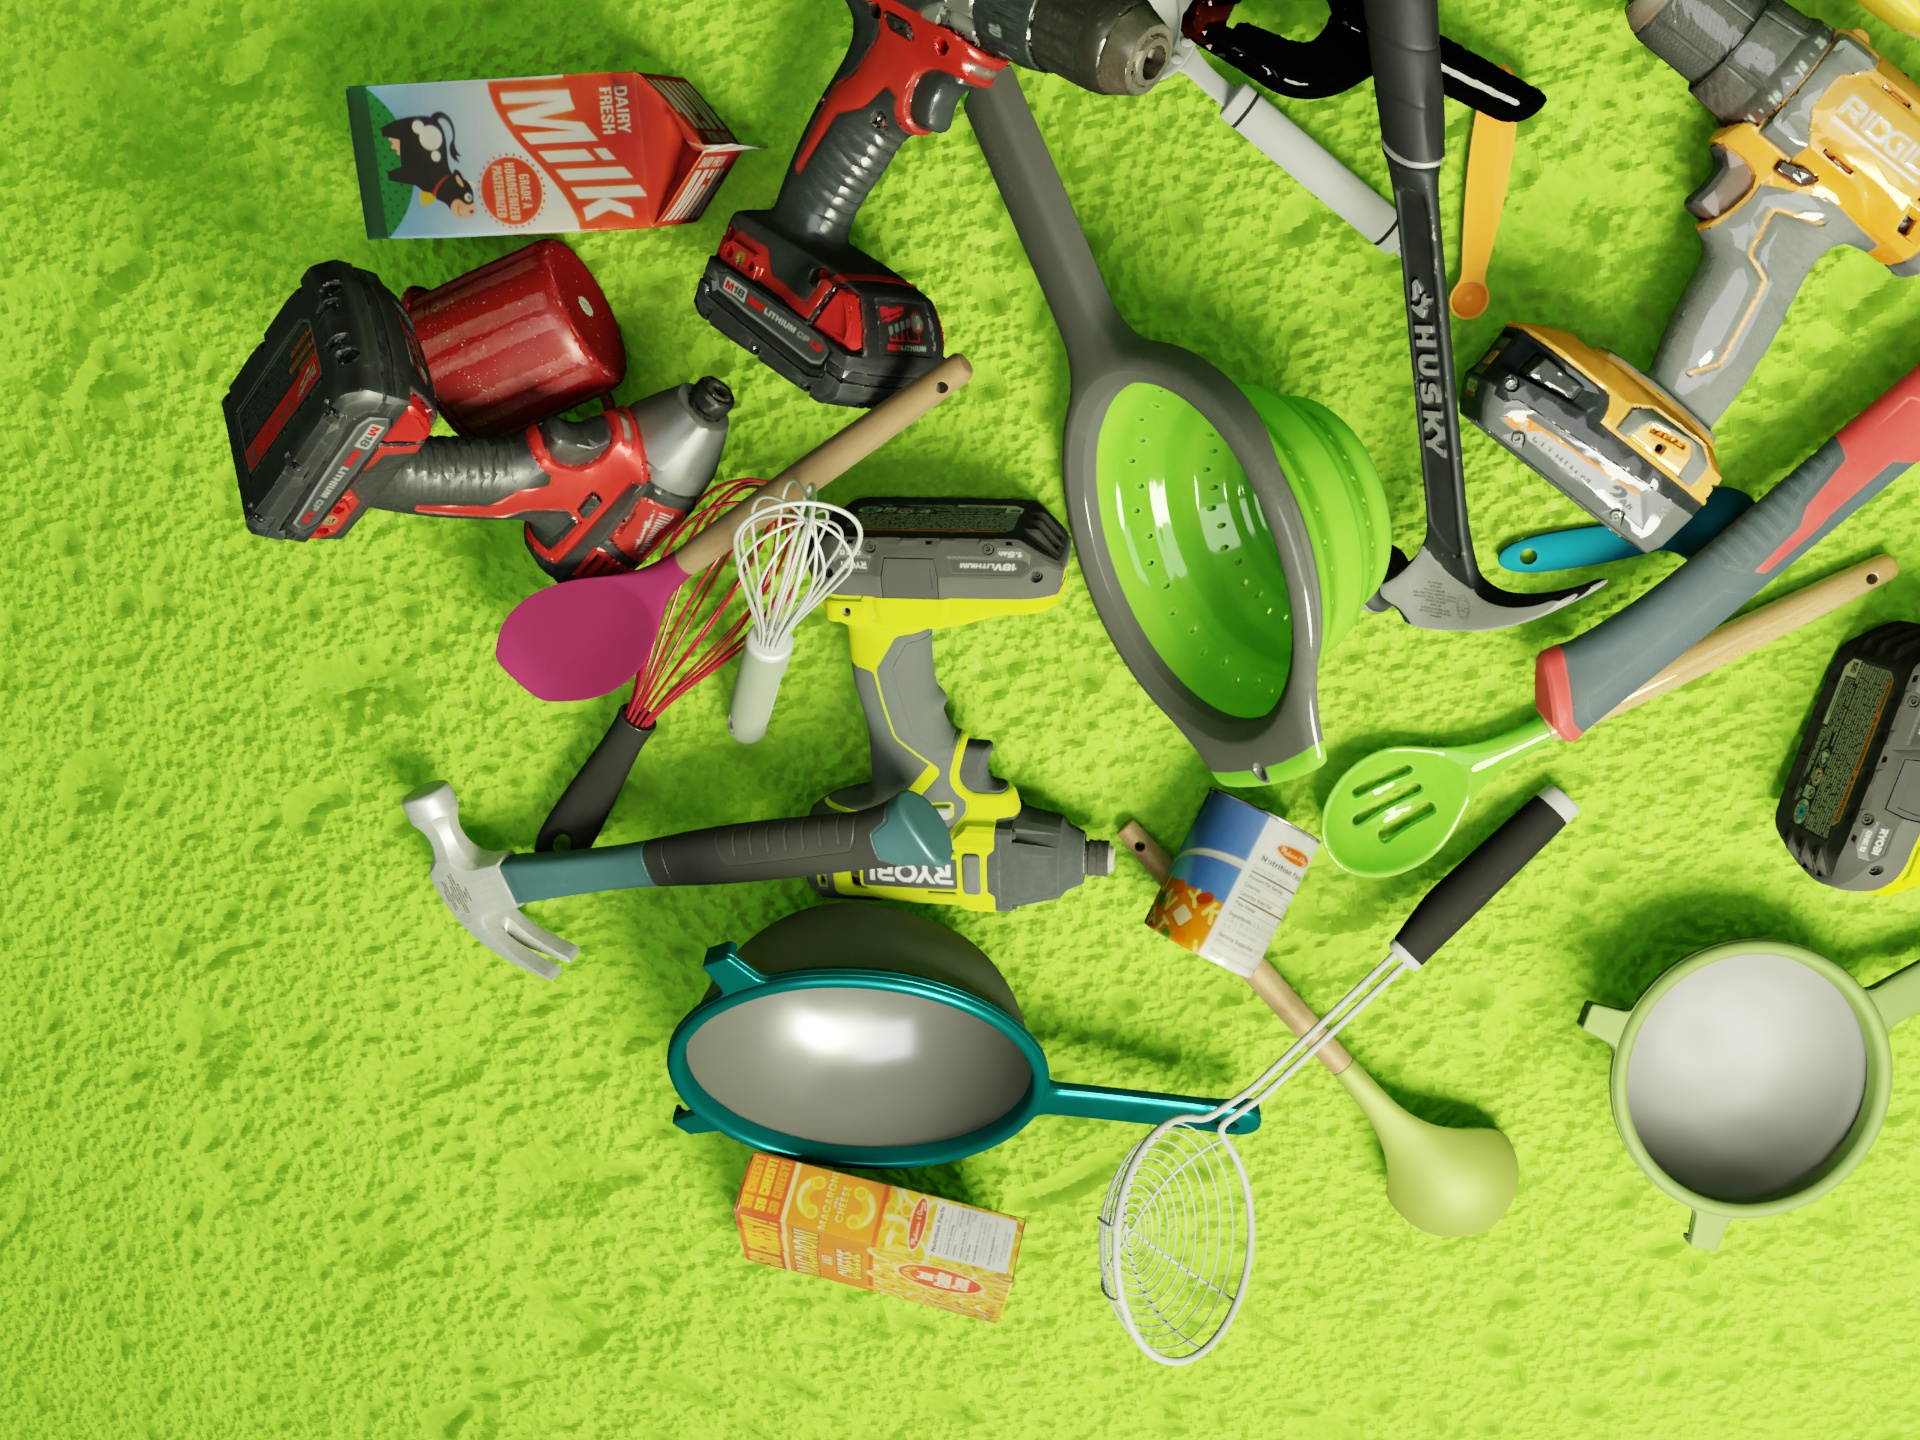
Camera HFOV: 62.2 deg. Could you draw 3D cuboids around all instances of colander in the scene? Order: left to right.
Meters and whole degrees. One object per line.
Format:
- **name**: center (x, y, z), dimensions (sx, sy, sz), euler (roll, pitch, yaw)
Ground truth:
- **colander**: center (0.108, -0.168, 0.773), dimensions (0.094, 0.204, 0.397), euler (-23, 90, -19)

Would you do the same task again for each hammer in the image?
- **hammer**: center (-0.160, 0.077, 0.889), dimensions (0.331, 0.033, 0.128), euler (-8, 113, 25)
- **hammer**: center (0.201, -0.228, 0.690), dimensions (0.036, 0.149, 0.408), euler (-23, 114, -23)
- **hammer**: center (0.442, -0.117, 0.753), dimensions (0.143, 0.038, 0.386), euler (44, 105, -10)

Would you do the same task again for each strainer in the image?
- **strainer**: center (0.007, 0.177, 0.916), dimensions (0.340, 0.095, 0.210), euler (9, 138, -9)
- **strainer**: center (0.124, -0.295, 0.753), dimensions (0.258, 0.050, 0.087), euler (35, 69, -11)
- **strainer**: center (0.461, 0.161, 0.864), dimensions (0.256, 0.069, 0.151), euler (-28, 95, -1)

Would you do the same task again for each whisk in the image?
- **whisk**: center (-0.172, -0.015, 0.895), dimensions (0.073, 0.073, 0.295), euler (34, 117, -4)
- **whisk**: center (-0.095, -0.045, 0.809), dimensions (0.059, 0.058, 0.246), euler (1, 156, -14)

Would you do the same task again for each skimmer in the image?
- **skimmer**: center (0.210, 0.184, 0.847), dimensions (0.363, 0.090, 0.127), euler (-46, 125, 5)

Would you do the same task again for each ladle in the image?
- **ladle**: center (0.203, 0.175, 0.919), dimensions (0.078, 0.062, 0.320), euler (-42, 92, 17)

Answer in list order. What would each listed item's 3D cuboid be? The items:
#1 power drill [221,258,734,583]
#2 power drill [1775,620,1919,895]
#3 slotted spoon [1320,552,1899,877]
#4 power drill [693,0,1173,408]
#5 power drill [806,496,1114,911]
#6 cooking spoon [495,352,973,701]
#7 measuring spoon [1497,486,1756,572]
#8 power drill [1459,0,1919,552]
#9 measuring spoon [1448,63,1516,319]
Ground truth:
- **power drill**: center (-0.218, -0.132, 0.762), dimensions (0.143, 0.219, 0.079), euler (-38, 62, 32)
- **power drill**: center (0.550, 0.029, 0.785), dimensions (0.228, 0.080, 0.190), euler (16, 101, 0)
- **slotted spoon**: center (0.333, -0.006, 0.834), dimensions (0.314, 0.031, 0.070), euler (-29, 103, 15)
- **power drill**: center (-0.016, -0.256, 0.726), dimensions (0.188, 0.080, 0.226), euler (39, 119, 26)
- **power drill**: center (-0.001, -0.003, 0.863), dimensions (0.171, 0.080, 0.223), euler (2, 114, 9)
- **cooking spoon**: center (-0.119, -0.092, 0.793), dimensions (0.319, 0.017, 0.068), euler (-29, 118, 28)
- **measuring spoon**: center (0.340, -0.089, 0.804), dimensions (0.128, 0.021, 0.042), euler (-8, 108, 10)
- **power drill**: center (0.330, -0.216, 0.732), dimensions (0.185, 0.084, 0.226), euler (37, 107, -3)
- **measuring spoon**: center (0.251, -0.253, 0.767), dimensions (0.021, 0.011, 0.117), euler (3, 107, -2)
